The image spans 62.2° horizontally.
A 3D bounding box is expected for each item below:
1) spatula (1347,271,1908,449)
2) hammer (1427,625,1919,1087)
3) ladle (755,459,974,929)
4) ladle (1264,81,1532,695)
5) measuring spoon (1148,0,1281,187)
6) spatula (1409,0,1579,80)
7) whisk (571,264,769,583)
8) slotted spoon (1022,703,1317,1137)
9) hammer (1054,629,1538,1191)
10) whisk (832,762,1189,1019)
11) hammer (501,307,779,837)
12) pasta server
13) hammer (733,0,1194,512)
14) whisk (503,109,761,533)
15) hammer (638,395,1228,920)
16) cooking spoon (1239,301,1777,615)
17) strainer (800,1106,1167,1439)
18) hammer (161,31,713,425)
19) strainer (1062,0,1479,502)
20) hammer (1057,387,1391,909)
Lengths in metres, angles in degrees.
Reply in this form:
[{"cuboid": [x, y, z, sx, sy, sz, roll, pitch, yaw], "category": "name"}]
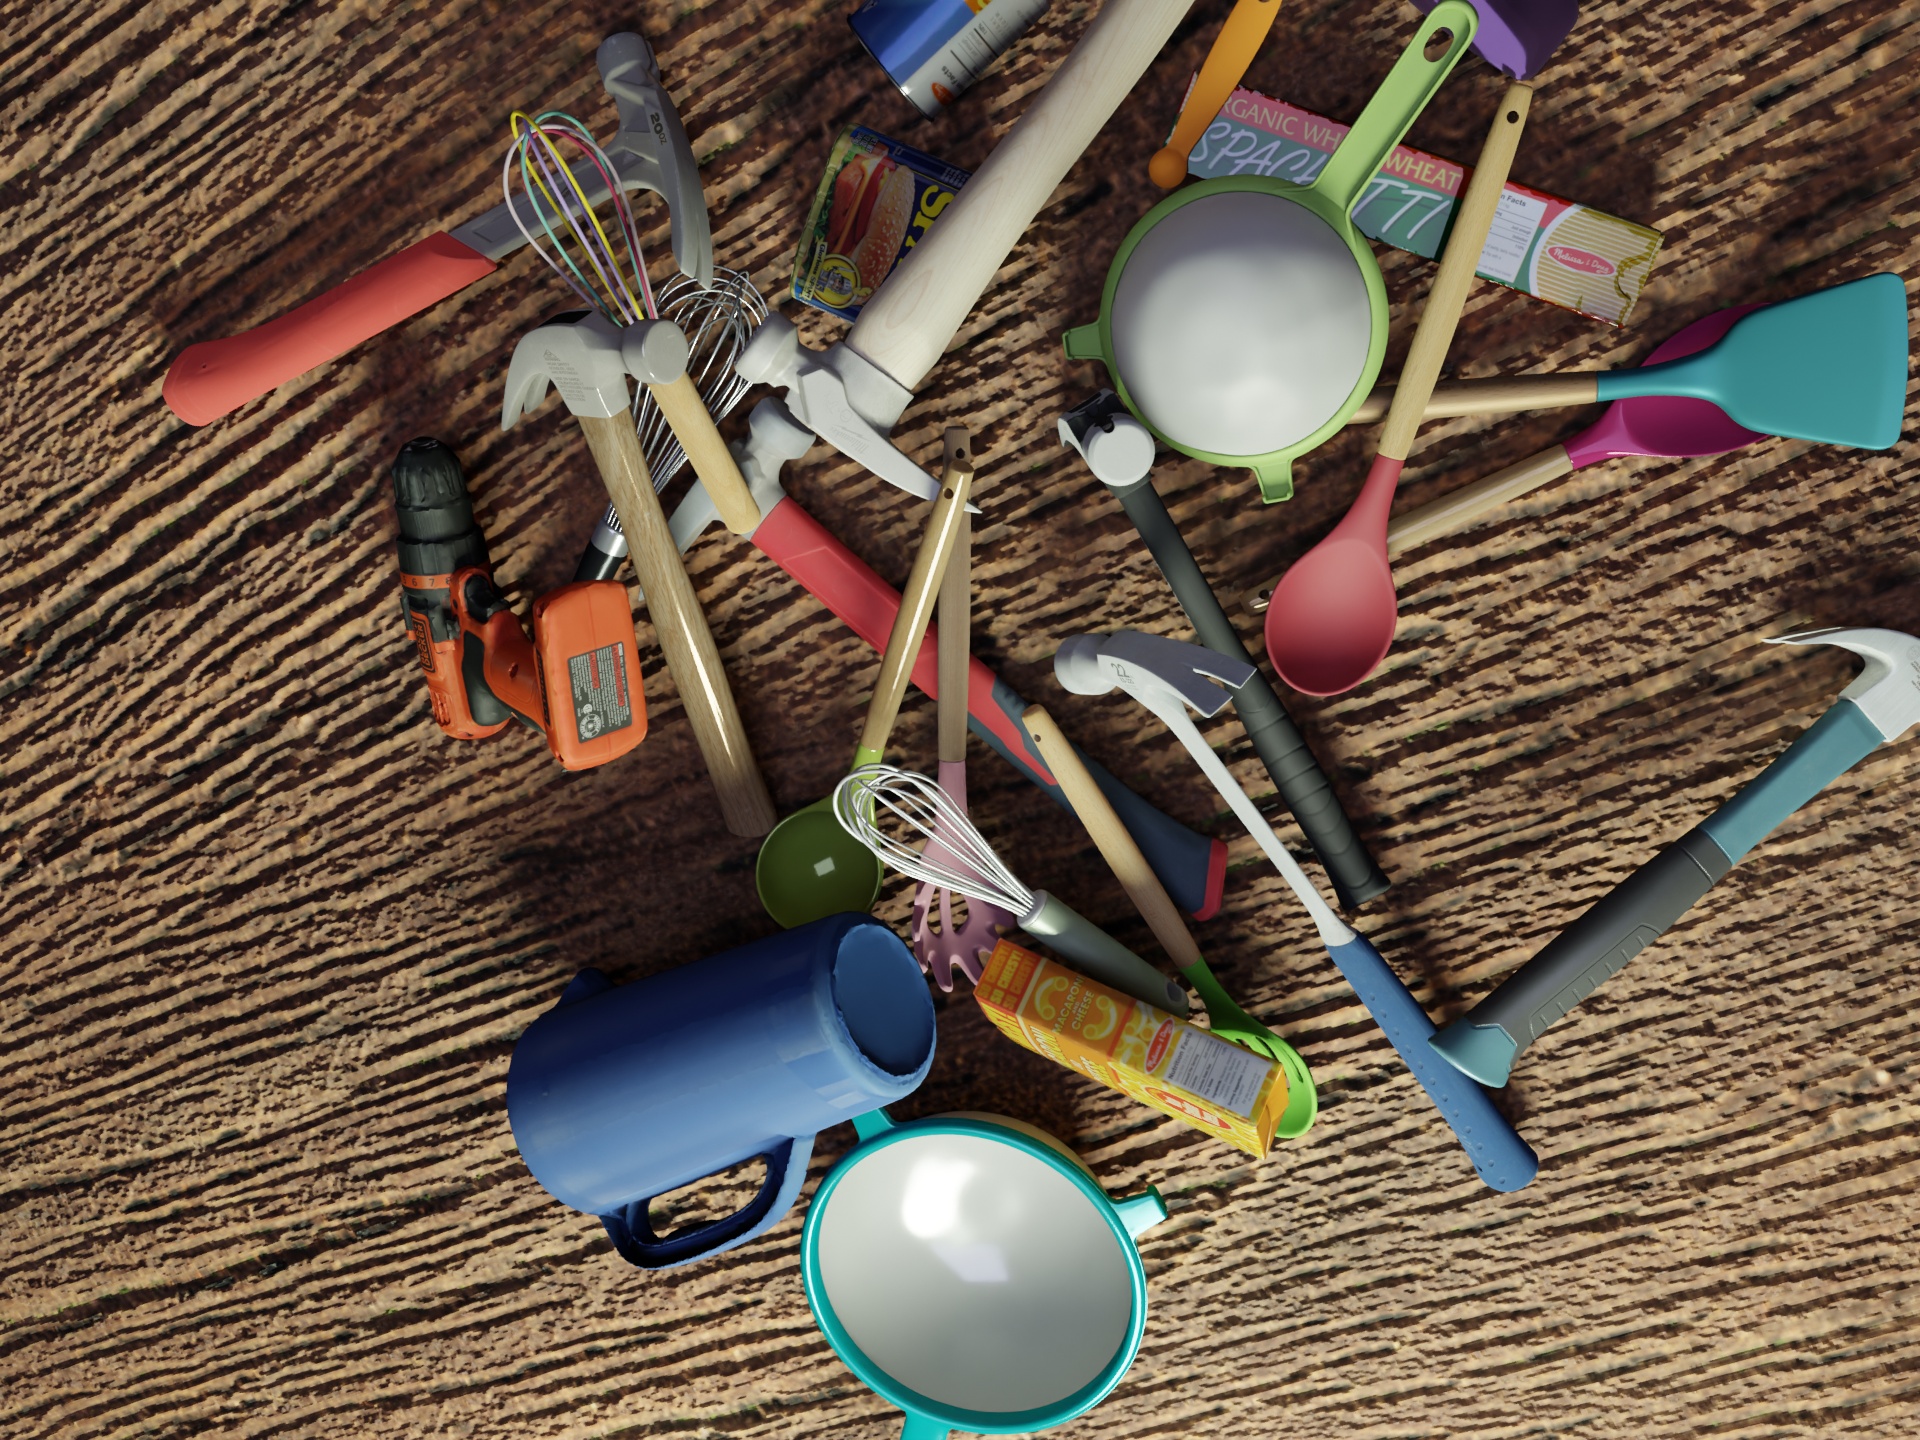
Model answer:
[{"cuboid": [0.296, -0.168, 0.807, 0.317, 0.044, 0.082, -2, 106, 17], "category": "spatula"}, {"cuboid": [0.384, 0.076, 0.833, 0.331, 0.033, 0.128, -41, 94, 3], "category": "hammer"}, {"cuboid": [-0.048, -0.002, 0.876, 0.078, 0.062, 0.320, 30, 129, 13], "category": "ladle"}, {"cuboid": [0.227, -0.160, 0.811, 0.069, 0.031, 0.315, 15, 113, 1], "category": "ladle"}, {"cuboid": [0.128, -0.321, 0.793, 0.021, 0.011, 0.117, 31, 107, 2], "category": "measuring spoon"}, {"cuboid": [0.171, -0.430, 0.783, 0.316, 0.018, 0.059, 36, 104, -1], "category": "spatula"}, {"cuboid": [-0.187, -0.134, 0.917, 0.070, 0.070, 0.284, 33, 114, 1], "category": "whisk"}, {"cuboid": [0.120, 0.117, 0.905, 0.070, 0.031, 0.313, -11, 119, 48], "category": "slotted spoon"}, {"cuboid": [0.204, 0.111, 0.867, 0.035, 0.144, 0.405, -43, 108, -15], "category": "hammer"}, {"cuboid": [0.033, 0.100, 0.876, 0.246, 0.058, 0.059, 36, 128, -17], "category": "whisk"}, {"cuboid": [-0.163, -0.069, 0.882, 0.130, 0.031, 0.331, 12, 132, 33], "category": "hammer"}, {"cuboid": [-0.001, -0.003, 0.884, 0.060, 0.040, 0.316, -5, 107, -20], "category": "pasta server"}, {"cuboid": [0.064, -0.299, 0.785, 0.146, 0.038, 0.410, 35, 99, -14], "category": "hammer"}, {"cuboid": [-0.164, -0.200, 0.821, 0.047, 0.051, 0.244, 0, 133, 32], "category": "whisk"}, {"cuboid": [-0.006, -0.008, 0.923, 0.386, 0.038, 0.143, 41, 110, -2], "category": "hammer"}, {"cuboid": [0.296, -0.129, 0.842, 0.319, 0.017, 0.069, -25, 85, 16], "category": "cooking spoon"}, {"cuboid": [0.000, 0.379, 1.001, 0.211, 0.095, 0.340, 17, 110, 9], "category": "strainer"}, {"cuboid": [-0.305, -0.242, 0.899, 0.359, 0.036, 0.149, -21, 76, 19], "category": "hammer"}, {"cuboid": [0.162, -0.232, 0.778, 0.151, 0.069, 0.256, 37, 122, 3], "category": "strainer"}, {"cuboid": [0.147, -0.031, 0.858, 0.035, 0.146, 0.334, -31, 109, 6], "category": "hammer"}]
